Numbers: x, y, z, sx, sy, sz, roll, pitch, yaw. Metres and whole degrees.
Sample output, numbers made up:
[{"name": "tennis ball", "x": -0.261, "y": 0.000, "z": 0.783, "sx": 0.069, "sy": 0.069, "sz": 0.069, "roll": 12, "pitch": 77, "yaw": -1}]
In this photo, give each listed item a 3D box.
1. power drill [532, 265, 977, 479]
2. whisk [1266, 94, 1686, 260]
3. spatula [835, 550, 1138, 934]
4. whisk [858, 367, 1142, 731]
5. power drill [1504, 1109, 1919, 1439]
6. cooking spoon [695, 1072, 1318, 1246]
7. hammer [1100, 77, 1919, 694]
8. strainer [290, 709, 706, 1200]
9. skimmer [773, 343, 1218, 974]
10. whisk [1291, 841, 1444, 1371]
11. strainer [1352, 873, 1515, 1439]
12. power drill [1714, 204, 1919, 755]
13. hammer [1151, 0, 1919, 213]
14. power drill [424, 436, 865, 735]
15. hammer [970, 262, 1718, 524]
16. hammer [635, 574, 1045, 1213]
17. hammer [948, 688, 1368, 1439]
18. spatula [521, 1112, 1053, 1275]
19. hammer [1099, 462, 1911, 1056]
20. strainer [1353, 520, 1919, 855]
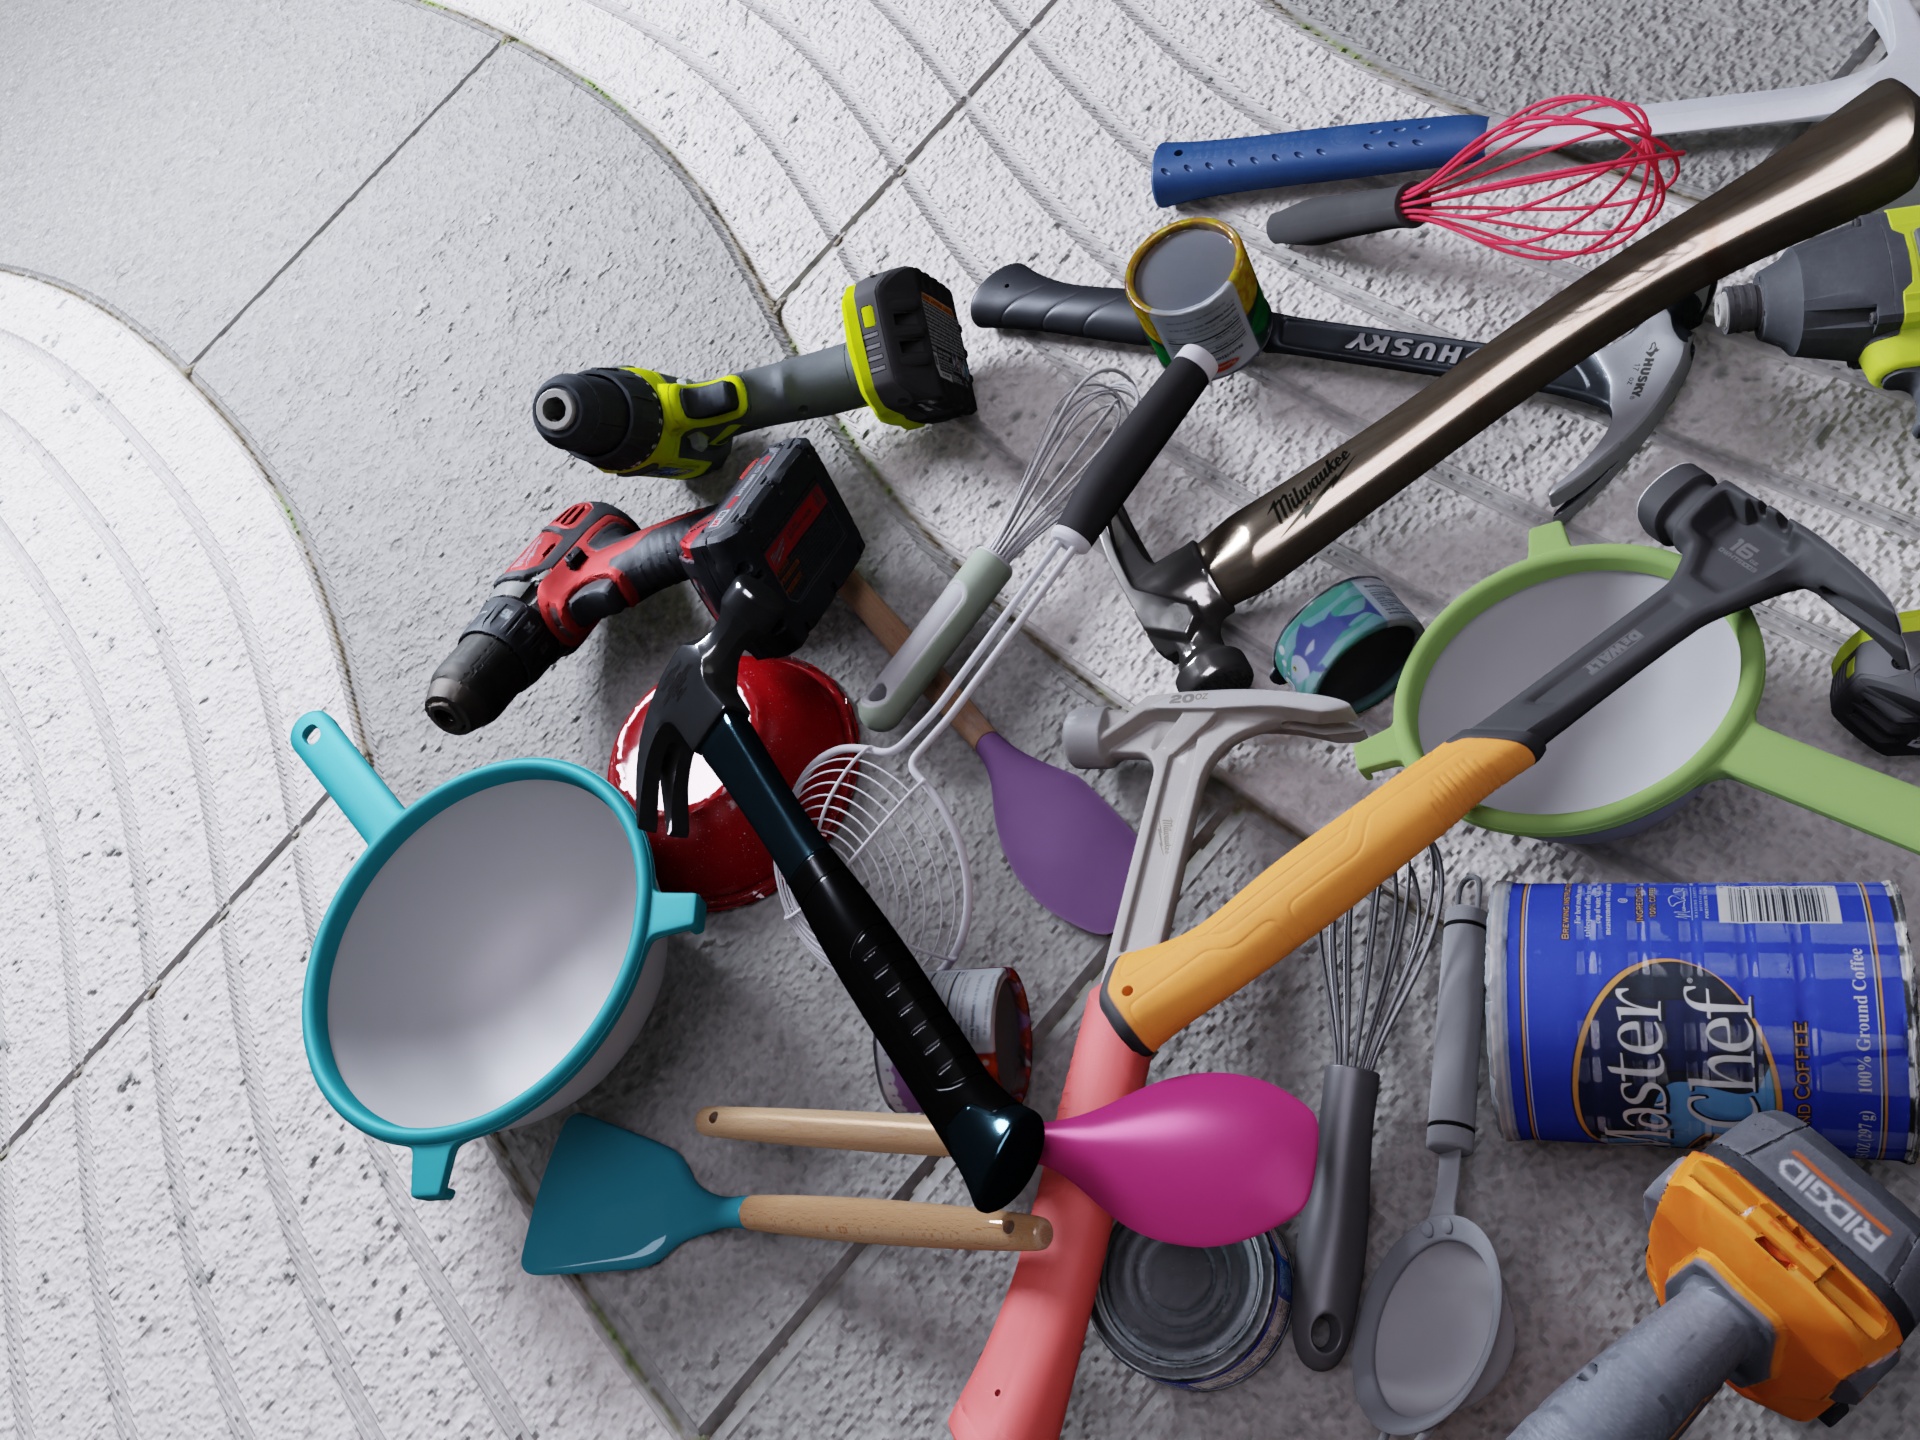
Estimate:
[{"name": "power drill", "x": -0.119, "y": -0.192, "z": 0.922, "sx": 0.228, "sy": 0.190, "sz": 0.080, "roll": -12, "pitch": 93, "yaw": 14}, {"name": "whisk", "x": 0.238, "y": -0.259, "z": 0.793, "sx": 0.073, "sy": 0.073, "sz": 0.296, "roll": -50, "pitch": 23, "yaw": -6}, {"name": "spatula", "x": -0.001, "y": -0.003, "z": 0.857, "sx": 0.060, "sy": 0.018, "sz": 0.316, "roll": -38, "pitch": 55, "yaw": -3}, {"name": "whisk", "x": 0.023, "y": -0.093, "z": 0.866, "sx": 0.058, "sy": 0.059, "sz": 0.246, "roll": 25, "pitch": 74, "yaw": 46}, {"name": "power drill", "x": 0.218, "y": 0.250, "z": 0.545, "sx": 0.226, "sy": 0.164, "sz": 0.084, "roll": -36, "pitch": 53, "yaw": -11}, {"name": "cooking spoon", "x": 0.002, "y": 0.179, "z": 0.679, "sx": 0.319, "sy": 0.017, "sz": 0.069, "roll": -7, "pitch": 55, "yaw": 36}, {"name": "hammer", "x": 0.252, "y": -0.170, "z": 0.768, "sx": 0.410, "sy": 0.038, "sz": 0.146, "roll": -34, "pitch": 58, "yaw": 17}, {"name": "strainer", "x": -0.275, "y": 0.101, "z": 0.886, "sx": 0.211, "sy": 0.095, "sz": 0.341, "roll": -47, "pitch": 52, "yaw": -7}, {"name": "skimmer", "x": 0.030, "y": -0.030, "z": 0.814, "sx": 0.127, "sy": 0.090, "sz": 0.363, "roll": 29, "pitch": 78, "yaw": 32}, {"name": "whisk", "x": 0.170, "y": 0.152, "z": 0.677, "sx": 0.055, "sy": 0.055, "sz": 0.239, "roll": 3, "pitch": 70, "yaw": 27}, {"name": "strainer", "x": 0.202, "y": 0.179, "z": 0.648, "sx": 0.087, "sy": 0.050, "sz": 0.259, "roll": -42, "pitch": 29, "yaw": 57}, {"name": "power drill", "x": 0.411, "y": -0.104, "z": 0.646, "sx": 0.171, "sy": 0.080, "sz": 0.223, "roll": -4, "pitch": 73, "yaw": 15}, {"name": "hammer", "x": 0.304, "y": -0.327, "z": 0.878, "sx": 0.405, "sy": 0.035, "sz": 0.144, "roll": 3, "pitch": 66, "yaw": 27}, {"name": "power drill", "x": -0.187, "y": -0.070, "z": 0.905, "sx": 0.227, "sy": 0.080, "sz": 0.188, "roll": -8, "pitch": 36, "yaw": 31}, {"name": "hammer", "x": 0.179, "y": -0.207, "z": 0.874, "sx": 0.409, "sy": 0.036, "sz": 0.149, "roll": 17, "pitch": 73, "yaw": 32}, {"name": "hammer", "x": -0.060, "y": 0.077, "z": 0.726, "sx": 0.128, "sy": 0.033, "sz": 0.331, "roll": -52, "pitch": 52, "yaw": 17}, {"name": "hammer", "x": 0.075, "y": 0.145, "z": 0.691, "sx": 0.149, "sy": 0.036, "sz": 0.359, "roll": -1, "pitch": 58, "yaw": 34}, {"name": "spatula", "x": -0.088, "y": 0.225, "z": 0.728, "sx": 0.317, "sy": 0.044, "sz": 0.082, "roll": -13, "pitch": 53, "yaw": 42}, {"name": "hammer", "x": 0.200, "y": 0.031, "z": 0.640, "sx": 0.337, "sy": 0.034, "sz": 0.127, "roll": -37, "pitch": 39, "yaw": 5}, {"name": "strainer", "x": 0.302, "y": 0.018, "z": 0.651, "sx": 0.151, "sy": 0.069, "sz": 0.257, "roll": -49, "pitch": 42, "yaw": -9}]
